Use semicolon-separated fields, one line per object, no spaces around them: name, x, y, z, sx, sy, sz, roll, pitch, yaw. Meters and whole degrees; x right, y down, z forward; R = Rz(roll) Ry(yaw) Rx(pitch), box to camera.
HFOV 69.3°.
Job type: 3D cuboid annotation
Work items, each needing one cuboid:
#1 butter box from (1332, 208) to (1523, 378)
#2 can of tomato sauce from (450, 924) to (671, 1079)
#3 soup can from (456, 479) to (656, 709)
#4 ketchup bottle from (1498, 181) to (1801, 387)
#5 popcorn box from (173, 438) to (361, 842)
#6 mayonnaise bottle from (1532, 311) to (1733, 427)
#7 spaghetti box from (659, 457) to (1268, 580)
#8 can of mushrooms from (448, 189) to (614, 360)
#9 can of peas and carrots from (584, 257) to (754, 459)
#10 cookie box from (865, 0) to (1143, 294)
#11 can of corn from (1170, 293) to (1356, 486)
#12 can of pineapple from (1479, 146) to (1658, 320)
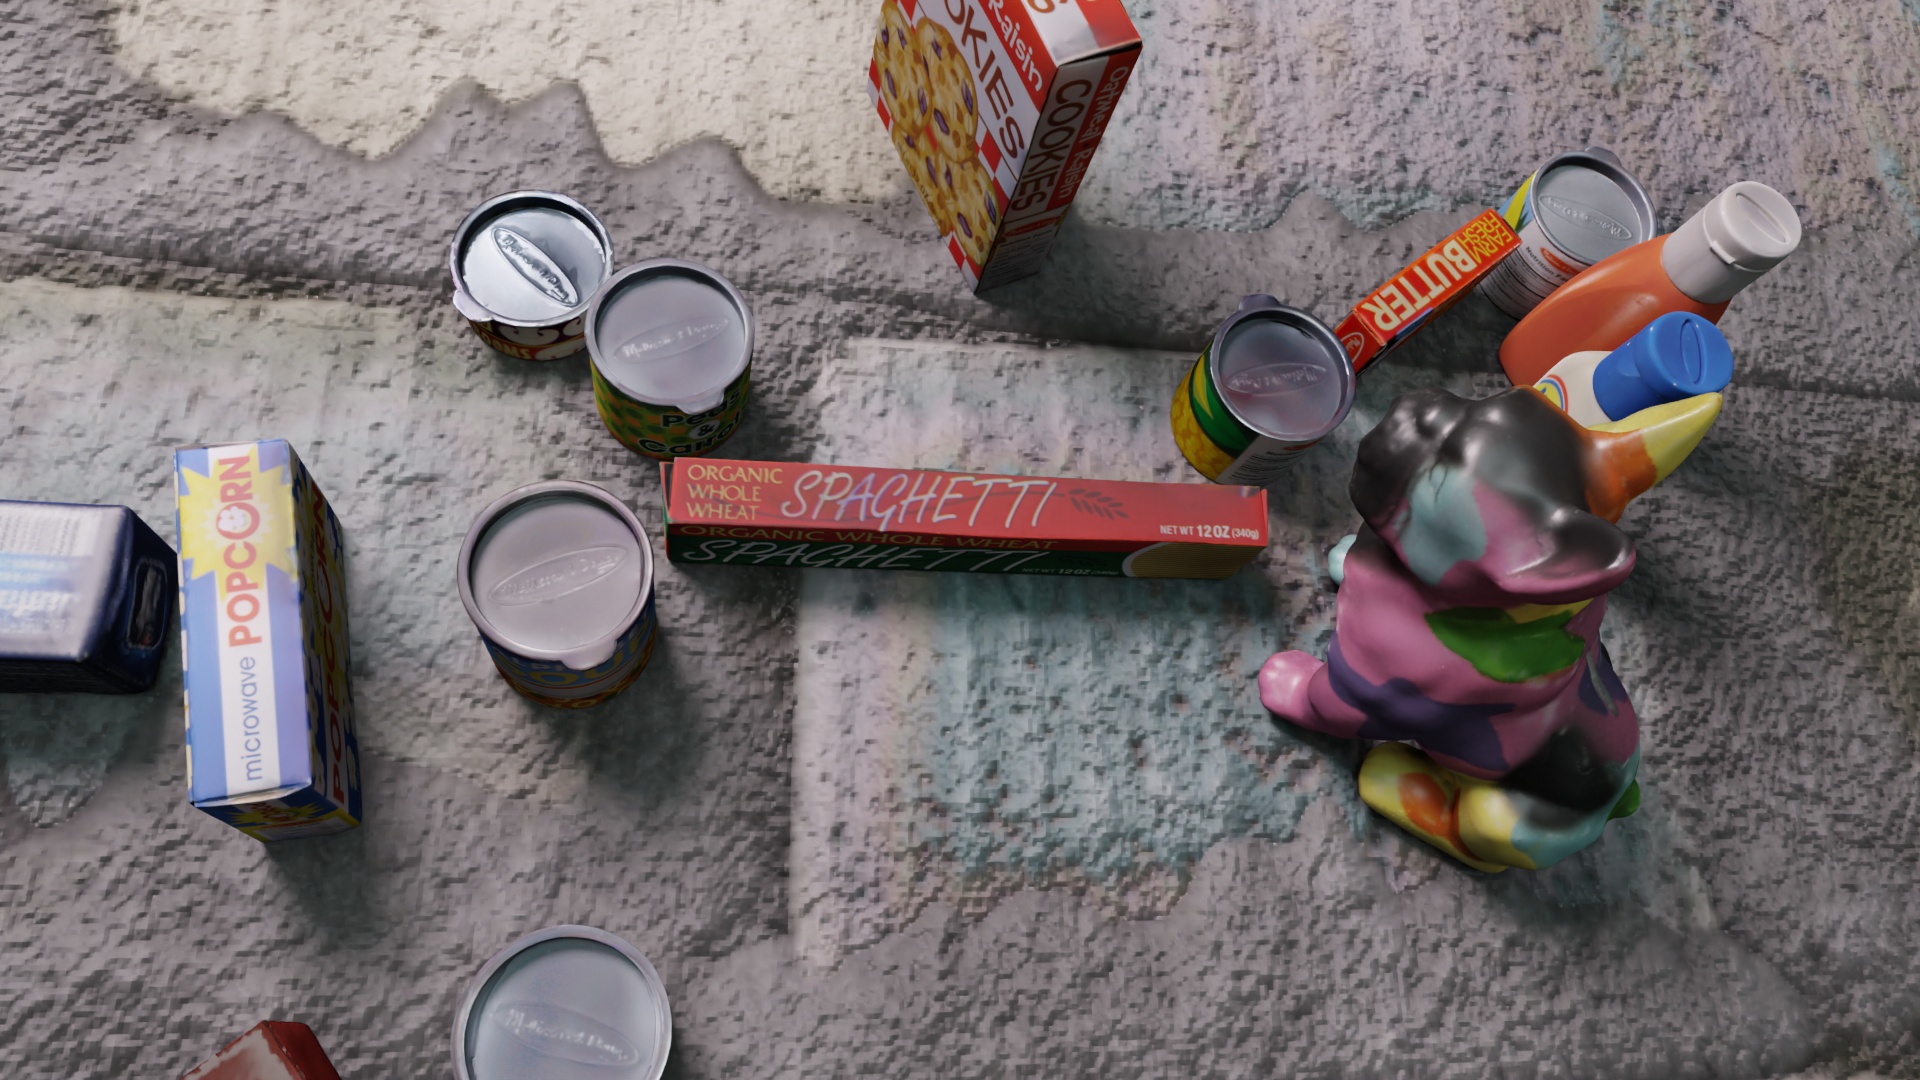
butter box;0.215;-0.114;0.660;0.104;0.053;0.024;-35;80;-21
can of tomato sauce;-0.131;0.169;0.469;0.071;0.082;0.071;4;70;-10
soup can;-0.147;0.025;0.519;0.071;0.083;0.071;4;70;-10
ketchup bottle;0.306;-0.103;0.622;0.044;0.148;0.065;-39;82;-21
popcorn box;-0.245;0.038;0.494;0.038;0.085;0.127;-8;72;-14
mayonnaise bottle;0.264;-0.048;0.593;0.041;0.147;0.065;9;69;-8
spaghetti box;0.002;-0.007;0.579;0.250;0.050;0.029;2;70;-10
can of mushrooms;-0.182;-0.111;0.590;0.071;0.033;0.071;4;69;-10
can of peas and carrots;-0.118;-0.072;0.574;0.071;0.058;0.071;4;70;-10
cookie box;0.012;-0.201;0.590;0.040;0.166;0.123;-22;76;-18
can of corn;0.133;-0.066;0.623;0.071;0.058;0.071;4;70;-10
can of pineapple;0.298;-0.149;0.687;0.071;0.057;0.071;4;70;-10
